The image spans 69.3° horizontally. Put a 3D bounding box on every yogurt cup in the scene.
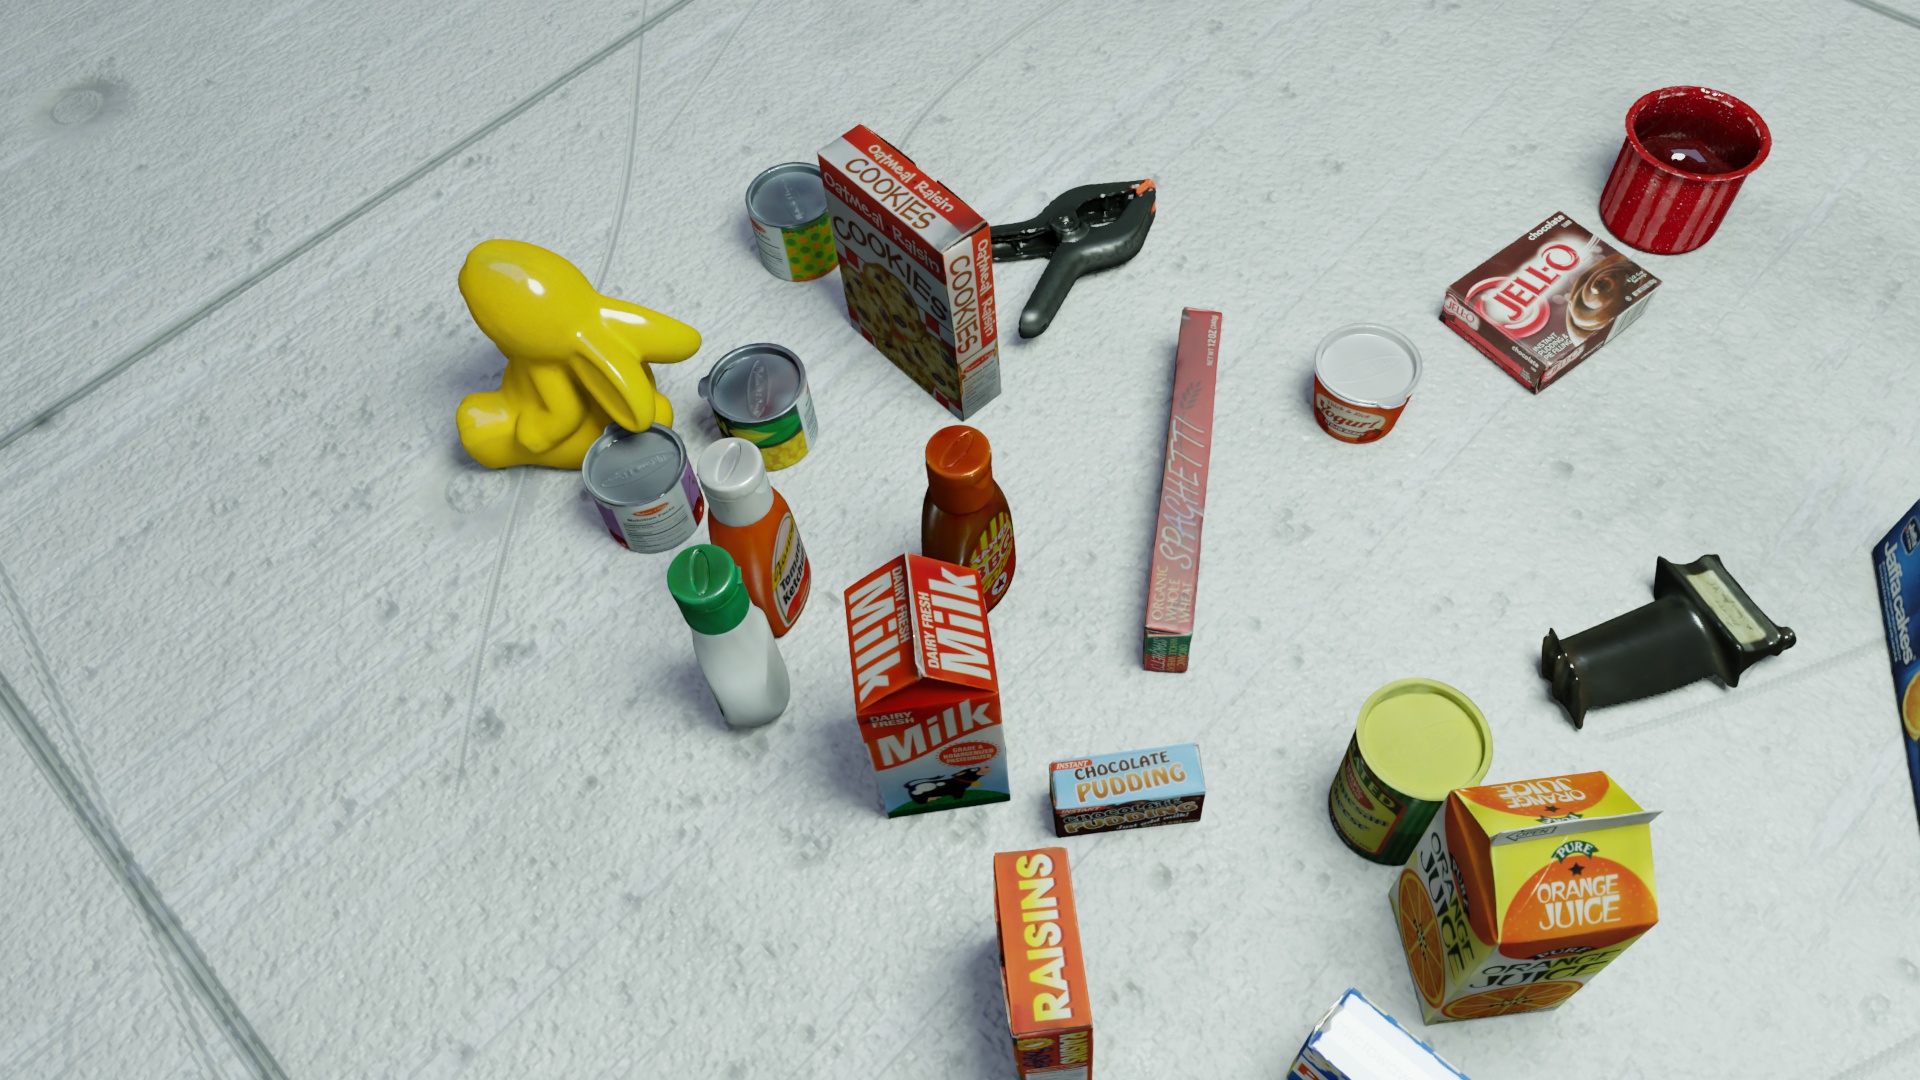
[{"bbox_3d":[0.261,-0.100,0.905,0.072,0.053,0.073,-2,58,3],"label":"yogurt cup"}]

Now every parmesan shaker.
[{"bbox_3d":[0.236,0.127,0.733,0.071,0.102,0.071,-2,58,3],"label":"parmesan shaker"}]

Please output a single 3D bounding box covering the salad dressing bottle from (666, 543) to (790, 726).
[{"bbox_3d":[-0.130,0.054,0.781,0.044,0.147,0.064,-9,58,-1],"label":"salad dressing bottle"}]

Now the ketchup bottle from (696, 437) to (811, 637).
[{"bbox_3d":[-0.122,-0.003,0.817,0.043,0.148,0.065,9,59,10],"label":"ketchup bottle"}]

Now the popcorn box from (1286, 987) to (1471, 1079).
[{"bbox_3d":[0.219,0.274,0.652,0.127,0.084,0.038,36,67,24],"label":"popcorn box"}]

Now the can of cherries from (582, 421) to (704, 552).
[{"bbox_3d":[-0.204,-0.036,0.897,0.071,0.058,0.072,-2,58,3],"label":"can of cherries"}]

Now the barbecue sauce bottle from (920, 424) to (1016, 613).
[{"bbox_3d":[0.003,-0.010,0.812,0.044,0.147,0.065,29,65,21],"label":"barbecue sauce bottle"}]

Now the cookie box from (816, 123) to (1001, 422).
[{"bbox_3d":[-0.030,-0.172,0.906,0.040,0.166,0.123,-38,63,-18],"label":"cookie box"}]

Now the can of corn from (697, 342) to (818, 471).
[{"bbox_3d":[-0.133,-0.088,0.925,0.071,0.058,0.071,-2,58,3],"label":"can of corn"}]

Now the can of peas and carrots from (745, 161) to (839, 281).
[{"bbox_3d":[-0.117,-0.234,1.016,0.071,0.058,0.071,-2,58,3],"label":"can of peas and carrots"}]

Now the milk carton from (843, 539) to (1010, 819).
[{"bbox_3d":[-0.017,0.077,0.733,0.073,0.189,0.072,-9,58,-1],"label":"milk carton"}]

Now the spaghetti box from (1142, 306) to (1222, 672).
[{"bbox_3d":[0.141,-0.037,0.876,0.029,0.050,0.251,6,58,8],"label":"spaghetti box"}]

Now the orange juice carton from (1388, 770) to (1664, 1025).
[{"bbox_3d":[0.263,0.166,0.654,0.072,0.191,0.073,-7,58,0],"label":"orange juice carton"}]

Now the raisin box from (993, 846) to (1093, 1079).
[{"bbox_3d":[0.040,0.212,0.682,0.040,0.122,0.086,-6,58,1],"label":"raisin box"}]

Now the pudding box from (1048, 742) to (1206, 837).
[{"bbox_3d":[0.092,0.138,0.769,0.084,0.049,0.030,-7,58,0],"label":"pudding box"}]
